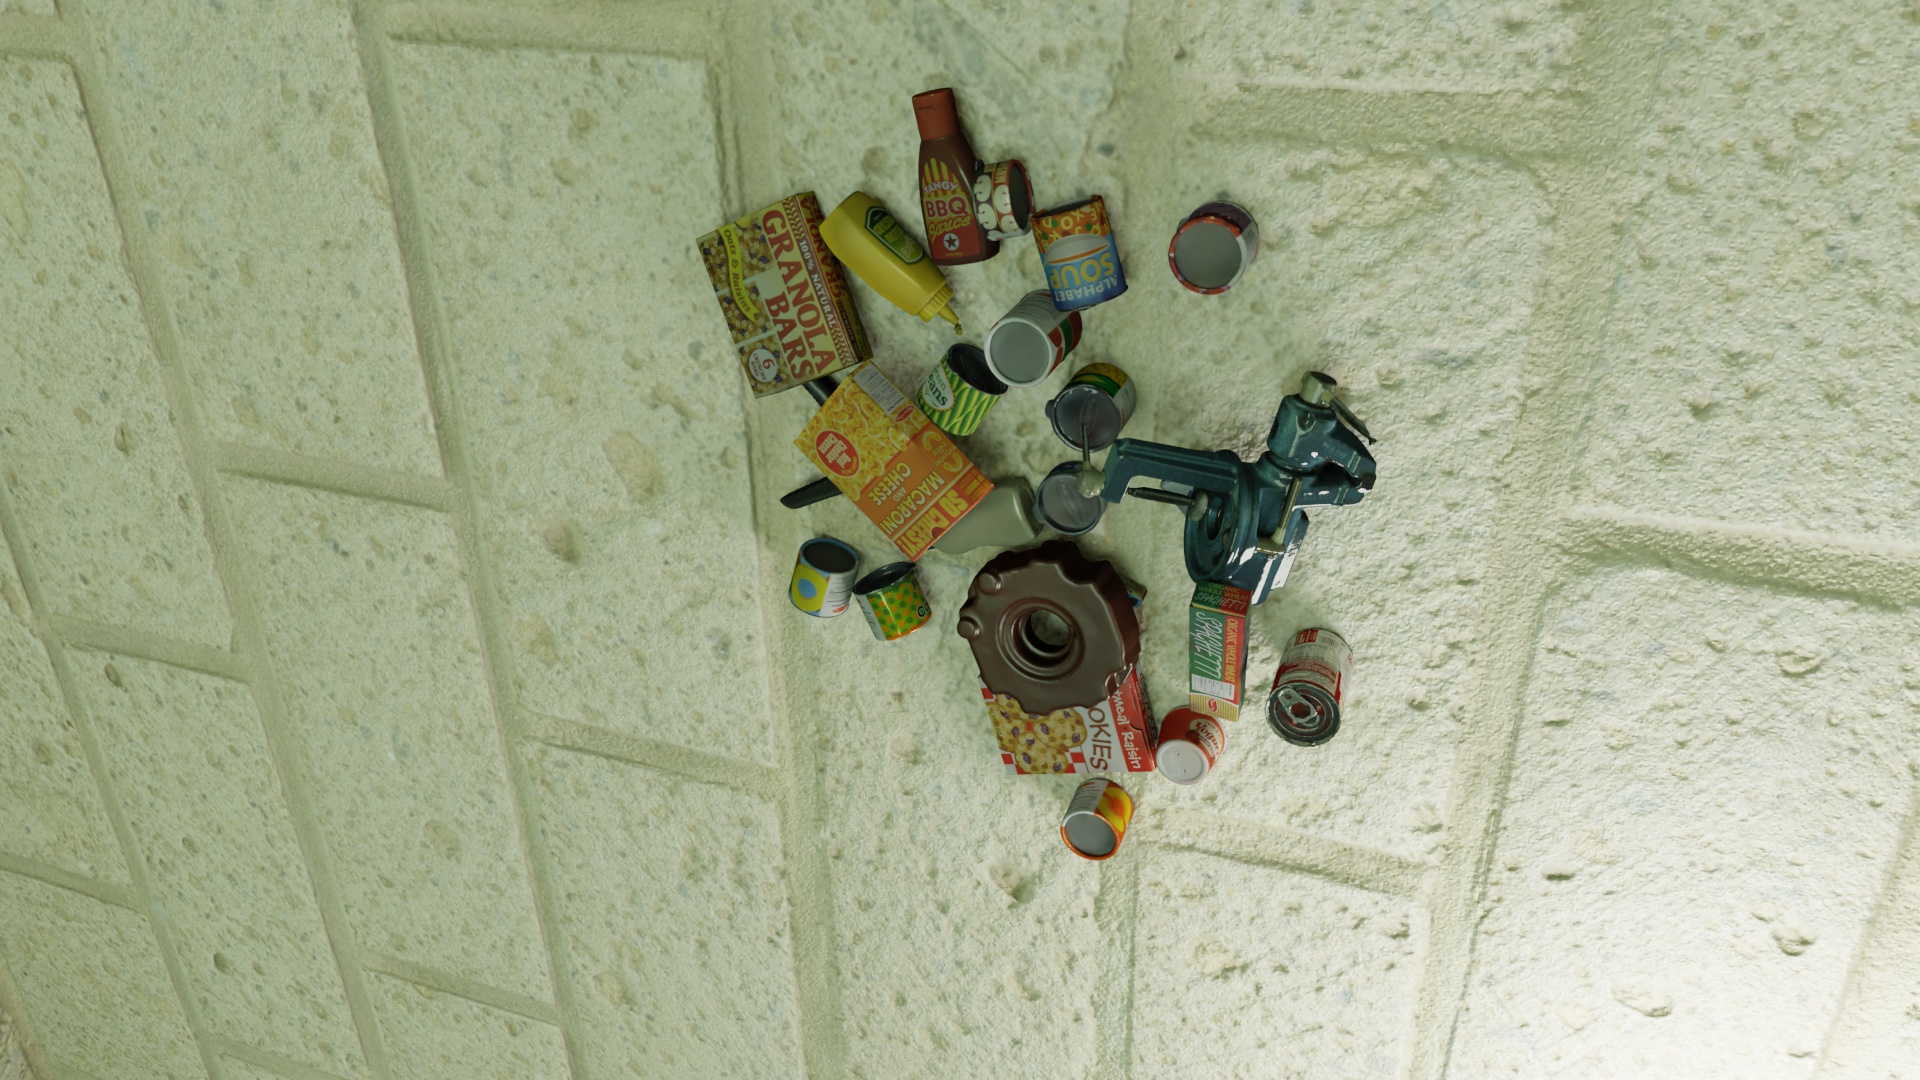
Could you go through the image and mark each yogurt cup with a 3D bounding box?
[{"bbox_3d":[0.227,0.207,1.388,0.072,0.054,0.072,10,120,19],"label":"yogurt cup"}]

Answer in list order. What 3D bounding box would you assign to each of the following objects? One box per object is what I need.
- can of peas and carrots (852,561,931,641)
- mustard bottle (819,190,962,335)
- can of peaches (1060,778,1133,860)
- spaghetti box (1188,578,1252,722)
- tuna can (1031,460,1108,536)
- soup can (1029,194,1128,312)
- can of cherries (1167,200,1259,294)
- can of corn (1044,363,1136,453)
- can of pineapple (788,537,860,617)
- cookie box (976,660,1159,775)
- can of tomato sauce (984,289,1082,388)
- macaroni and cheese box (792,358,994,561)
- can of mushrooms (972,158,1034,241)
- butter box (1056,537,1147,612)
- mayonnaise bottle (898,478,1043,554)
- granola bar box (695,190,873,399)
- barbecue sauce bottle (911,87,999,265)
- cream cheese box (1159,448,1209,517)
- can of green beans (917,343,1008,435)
[{"bbox_3d":[-0.068,0.062,1.433,0.071,0.071,0.058,-14,110,29],"label":"can of peas and carrots"},{"bbox_3d":[-0.053,-0.247,1.267,0.160,0.066,0.048,42,130,-9],"label":"mustard bottle"},{"bbox_3d":[0.146,0.297,1.468,0.071,0.058,0.071,10,119,19],"label":"can of peaches"},{"bbox_3d":[0.236,0.105,1.266,0.050,0.029,0.249,13,155,16],"label":"spaghetti box"},{"bbox_3d":[0.105,-0.040,1.323,0.071,0.033,0.070,10,119,18],"label":"tuna can"},{"bbox_3d":[0.101,-0.246,1.193,0.071,0.072,0.083,-9,112,27],"label":"soup can"},{"bbox_3d":[0.208,-0.244,1.156,0.071,0.059,0.071,10,120,18],"label":"can of cherries"},{"bbox_3d":[0.119,-0.122,1.259,0.071,0.058,0.070,10,120,18],"label":"can of corn"},{"bbox_3d":[-0.144,0.037,1.452,0.071,0.071,0.057,25,123,10],"label":"can of pineapple"},{"bbox_3d":[0.113,0.180,1.431,0.167,0.040,0.122,-6,113,26],"label":"cookie box"},{"bbox_3d":[0.065,-0.178,1.237,0.071,0.083,0.070,10,119,19],"label":"can of tomato sauce"},{"bbox_3d":[-0.066,-0.072,1.313,0.166,0.040,0.123,45,138,-2],"label":"macaroni and cheese box"},{"bbox_3d":[0.037,-0.296,1.197,0.033,0.071,0.070,-4,115,24],"label":"can of mushrooms"},{"bbox_3d":[0.126,0.045,1.364,0.103,0.024,0.052,31,123,5],"label":"butter box"},{"bbox_3d":[0.005,-0.017,1.374,0.148,0.041,0.064,-12,109,29],"label":"mayonnaise bottle"},{"bbox_3d":[-0.168,-0.231,1.319,0.124,0.039,0.165,-16,99,29],"label":"granola bar box"},{"bbox_3d":[-0.009,-0.318,1.219,0.065,0.044,0.148,2,116,32],"label":"barbecue sauce bottle"},{"bbox_3d":[0.237,-0.029,1.277,0.053,0.024,0.103,-36,98,34],"label":"cream cheese box"},{"bbox_3d":[0.002,-0.140,1.295,0.071,0.071,0.057,40,125,-1],"label":"can of green beans"}]
